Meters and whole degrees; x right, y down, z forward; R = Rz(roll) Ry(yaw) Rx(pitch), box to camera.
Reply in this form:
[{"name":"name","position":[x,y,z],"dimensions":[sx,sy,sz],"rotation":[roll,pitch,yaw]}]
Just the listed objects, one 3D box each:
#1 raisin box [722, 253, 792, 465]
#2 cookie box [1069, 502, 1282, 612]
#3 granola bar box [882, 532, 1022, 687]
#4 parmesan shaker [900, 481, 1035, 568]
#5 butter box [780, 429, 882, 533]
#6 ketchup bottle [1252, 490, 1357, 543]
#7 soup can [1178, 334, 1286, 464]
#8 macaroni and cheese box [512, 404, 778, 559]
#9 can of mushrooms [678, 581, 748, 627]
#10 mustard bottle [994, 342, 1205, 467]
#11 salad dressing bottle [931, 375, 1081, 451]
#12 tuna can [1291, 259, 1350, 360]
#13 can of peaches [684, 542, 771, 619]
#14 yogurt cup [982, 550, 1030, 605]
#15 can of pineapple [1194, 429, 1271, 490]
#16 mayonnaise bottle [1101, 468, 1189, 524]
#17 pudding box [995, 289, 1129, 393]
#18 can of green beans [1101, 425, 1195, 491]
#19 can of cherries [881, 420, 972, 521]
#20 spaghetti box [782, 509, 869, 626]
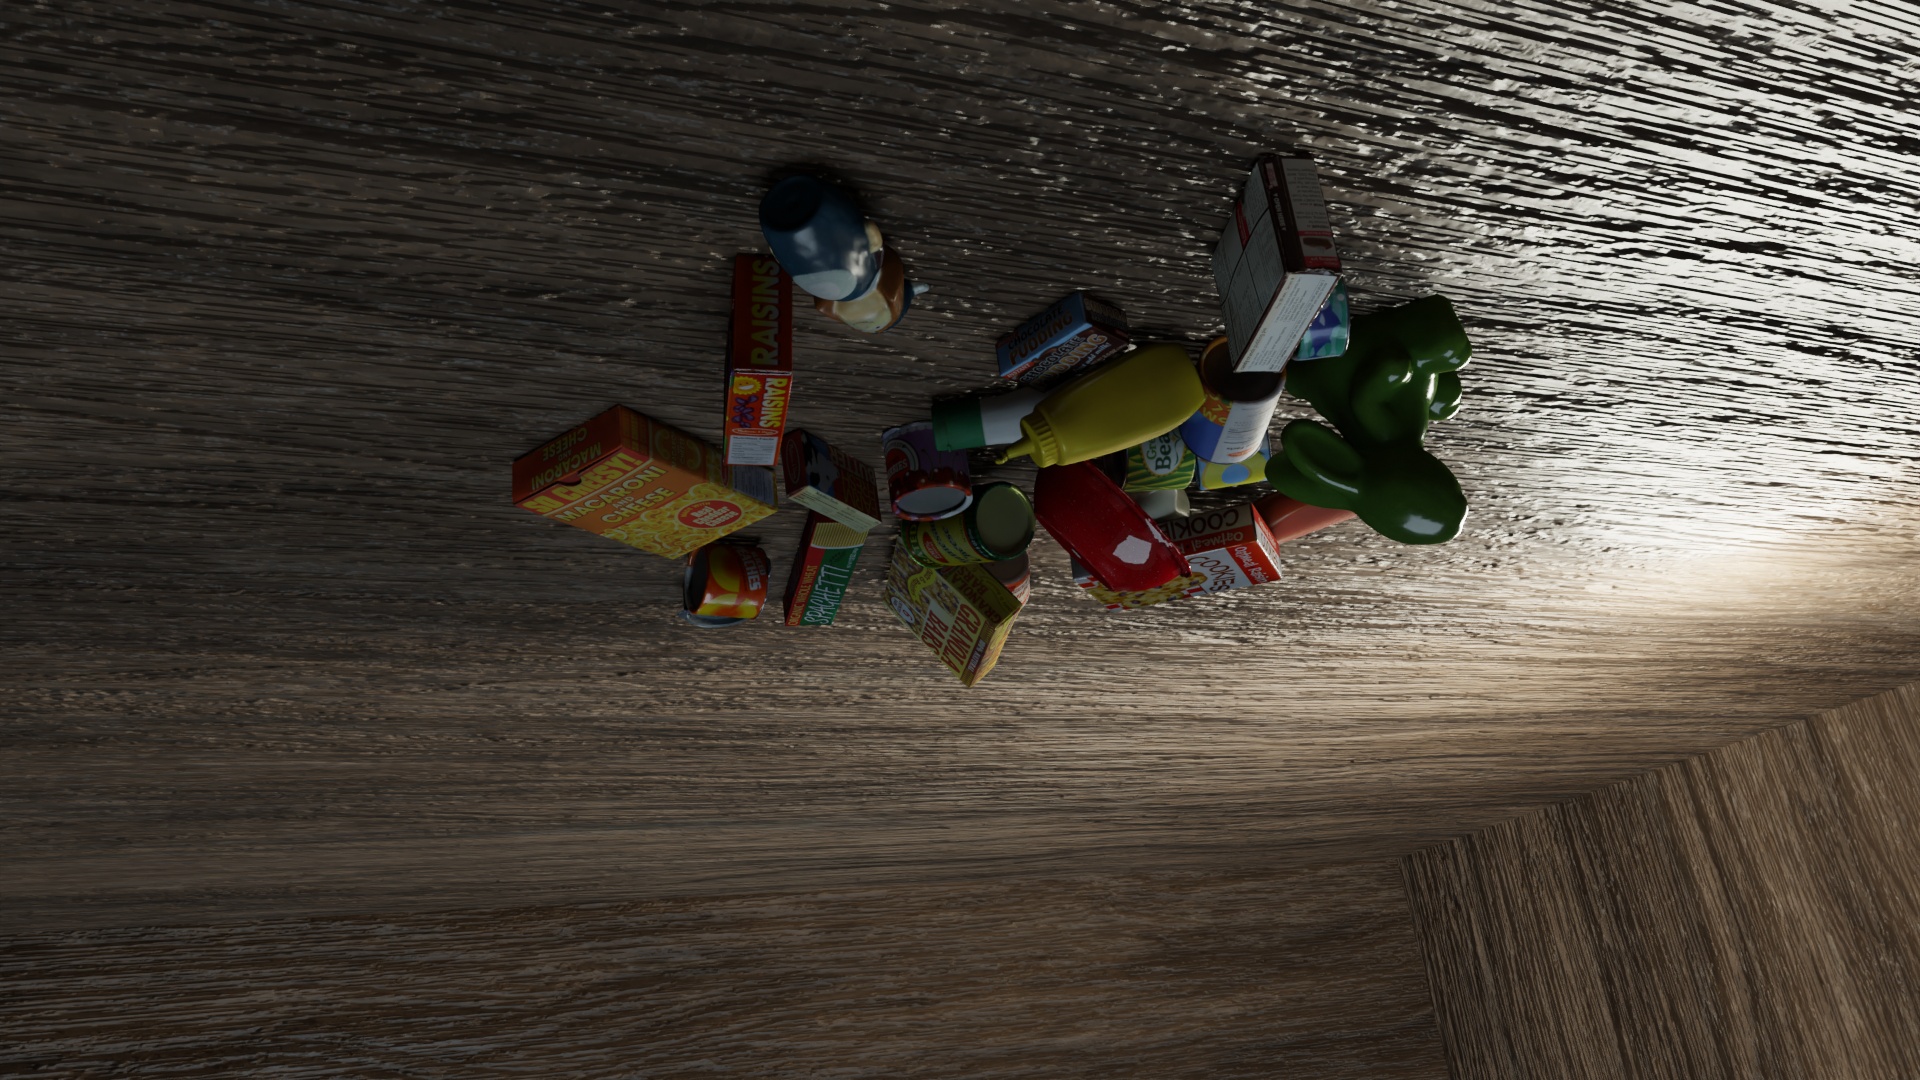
[{"name":"raisin box","position":[-0.132,-0.114,0.899],"dimensions":[0.040,0.086,0.123],"rotation":[3,155,-12]},{"name":"cookie box","position":[0.198,0.017,1.262],"dimensions":[0.167,0.040,0.123],"rotation":[-13,159,19]},{"name":"granola bar box","position":[-0.011,0.058,1.296],"dimensions":[0.039,0.124,0.164],"rotation":[-41,167,-22]},{"name":"parmesan shaker","position":[0.004,-0.015,1.163],"dimensions":[0.071,0.071,0.103],"rotation":[10,169,-35]},{"name":"butter box","position":[-0.103,-0.046,1.107],"dimensions":[0.024,0.053,0.103],"rotation":[-23,153,25]},{"name":"ketchup bottle","position":[0.305,-0.024,1.295],"dimensions":[0.148,0.044,0.064],"rotation":[-23,151,32]},{"name":"soup can","position":[0.202,-0.108,1.043],"dimensions":[0.071,0.071,0.083],"rotation":[-6,152,-5]},{"name":"macaroni and cheese box","position":[-0.245,-0.041,1.091],"dimensions":[0.123,0.040,0.166],"rotation":[-23,153,29]},{"name":"can of mushrooms","position":[-0.234,0.056,1.328],"dimensions":[0.071,0.033,0.070],"rotation":[-7,157,-3]},{"name":"mustard bottle","position":[0.094,-0.090,0.994],"dimensions":[0.160,0.065,0.048],"rotation":[-23,180,-12]},{"name":"salad dressing bottle","position":[0.053,-0.095,1.055],"dimensions":[0.148,0.044,0.064],"rotation":[-8,161,2]},{"name":"tuna can","position":[0.239,-0.158,0.941],"dimensions":[0.033,0.071,0.071],"rotation":[-7,157,1]},{"name":"can of peaches","position":[-0.209,0.035,1.245],"dimensions":[0.058,0.071,0.071],"rotation":[7,153,-28]},{"name":"yogurt cup","position":[0.036,0.032,1.319],"dimensions":[0.072,0.073,0.053],"rotation":[-3,148,-10]},{"name":"can of pineapple","position":[0.217,-0.076,1.120],"dimensions":[0.058,0.071,0.070],"rotation":[-9,157,6]},{"name":"mayonnaise bottle","position":[0.174,-0.032,1.242],"dimensions":[0.064,0.041,0.148],"rotation":[-14,158,19]},{"name":"pudding box","position":[0.071,-0.139,0.975],"dimensions":[0.083,0.030,0.049],"rotation":[-27,149,37]},{"name":"can of green beans","position":[0.150,-0.072,1.108],"dimensions":[0.058,0.071,0.071],"rotation":[-3,156,-11]},{"name":"can of cherries","position":[-0.028,-0.055,1.103],"dimensions":[0.071,0.058,0.071],"rotation":[-7,157,-3]},{"name":"spaghetti box","position":[-0.127,0.024,1.292],"dimensions":[0.050,0.029,0.249],"rotation":[0,156,-14]}]
